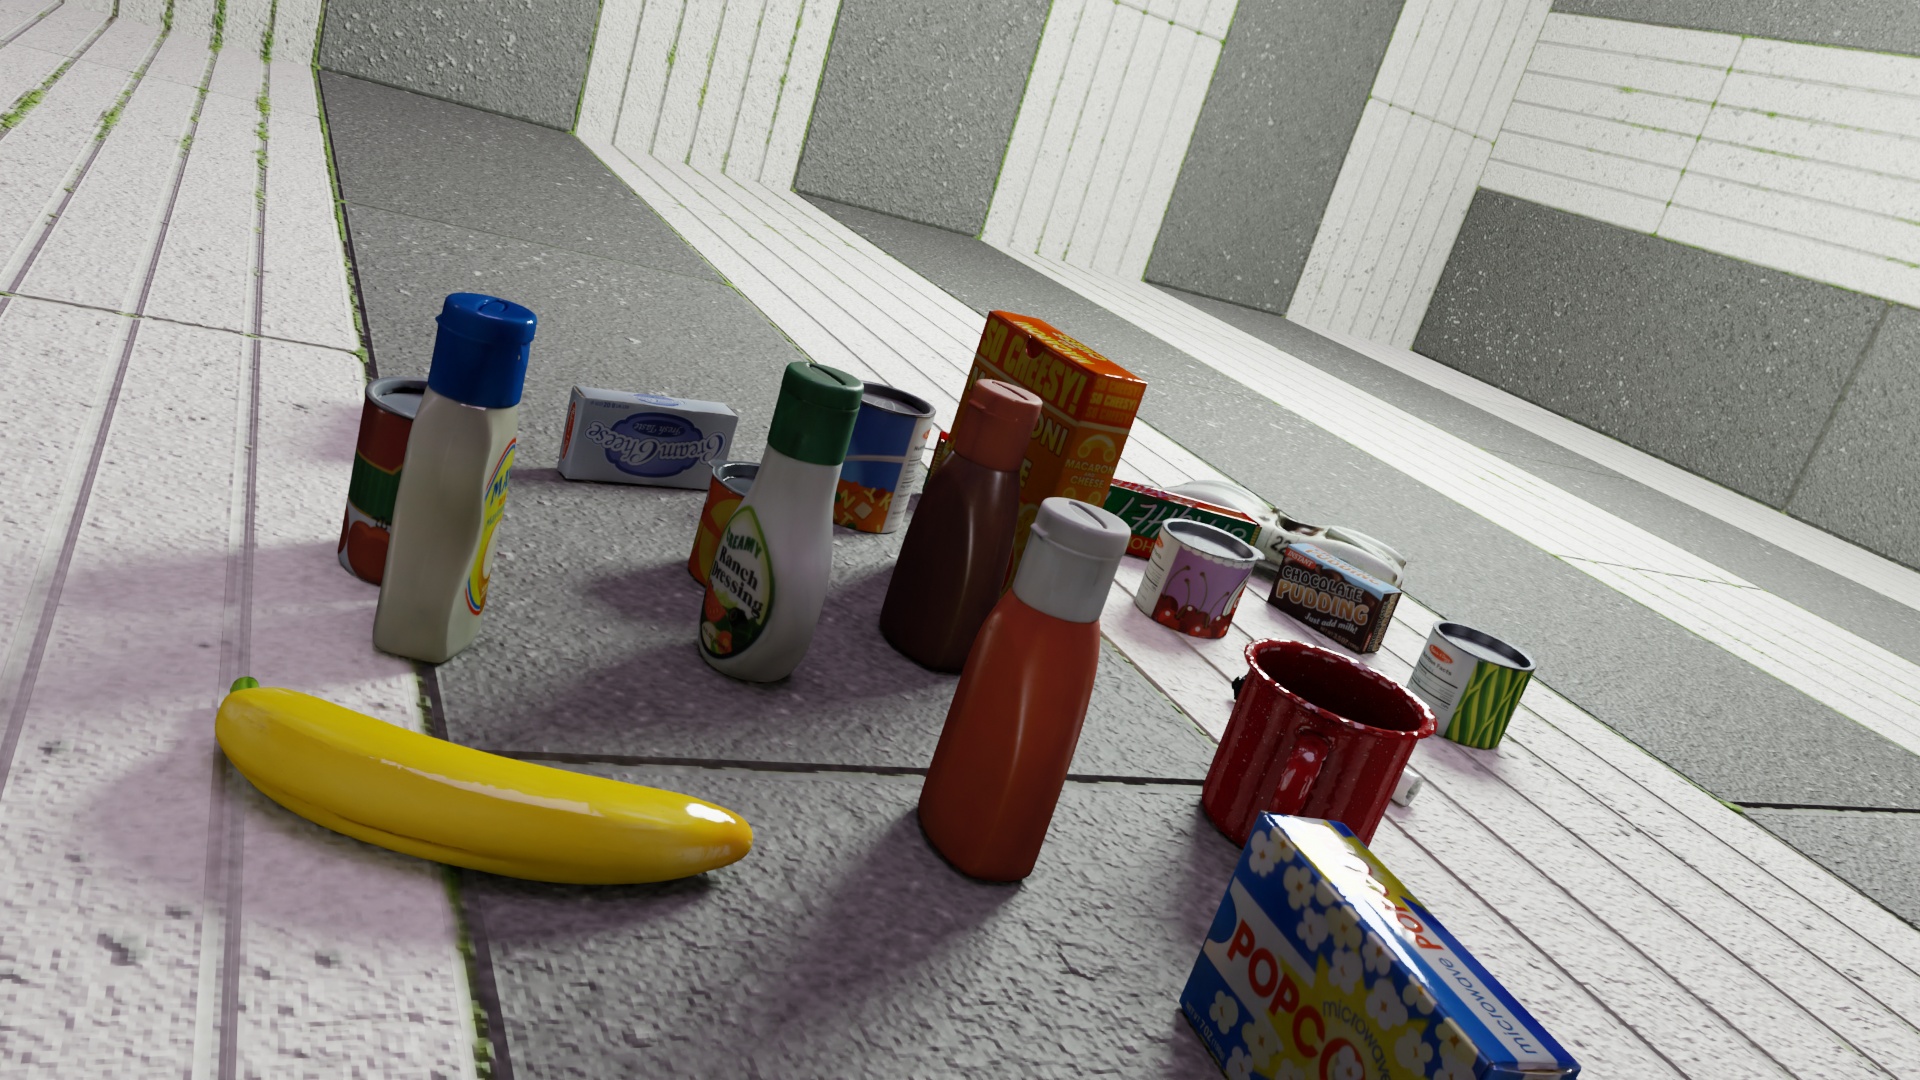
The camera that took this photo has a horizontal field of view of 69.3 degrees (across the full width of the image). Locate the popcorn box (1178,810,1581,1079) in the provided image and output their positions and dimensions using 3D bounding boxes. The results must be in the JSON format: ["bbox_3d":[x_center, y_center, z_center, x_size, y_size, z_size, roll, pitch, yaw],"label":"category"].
[{"bbox_3d":[0.128,0.159,0.449,0.038,0.085,0.127,10,19,-24],"label":"popcorn box"}]

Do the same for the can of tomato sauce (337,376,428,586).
[{"bbox_3d":[-0.245,-0.025,0.641,0.071,0.082,0.071,16,17,-5],"label":"can of tomato sauce"}]

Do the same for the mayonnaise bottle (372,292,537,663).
[{"bbox_3d":[-0.208,-0.027,0.576,0.041,0.147,0.065,15,17,-9],"label":"mayonnaise bottle"}]

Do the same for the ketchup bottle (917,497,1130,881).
[{"bbox_3d":[0.026,0.057,0.550,0.043,0.148,0.065,9,20,-28],"label":"ketchup bottle"}]

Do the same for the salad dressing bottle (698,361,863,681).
[{"bbox_3d":[-0.082,-0.008,0.643,0.044,0.147,0.064,2,23,-42],"label":"salad dressing bottle"}]

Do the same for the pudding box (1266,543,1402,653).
[{"bbox_3d":[0.267,0.040,0.994,0.030,0.049,0.084,-1,25,-46],"label":"pudding box"}]

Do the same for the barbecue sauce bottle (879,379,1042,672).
[{"bbox_3d":[0.003,-0.009,0.725,0.044,0.148,0.065,3,23,-40],"label":"barbecue sauce bottle"}]

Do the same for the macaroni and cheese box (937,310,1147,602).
[{"bbox_3d":[0.034,-0.036,0.808,0.040,0.165,0.124,7,21,-32],"label":"macaroni and cheese box"}]

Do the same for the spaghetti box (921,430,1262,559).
[{"bbox_3d":[0.097,-0.023,1.019,0.250,0.050,0.029,14,18,-11],"label":"spaghetti box"}]

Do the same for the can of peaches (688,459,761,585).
[{"bbox_3d":[-0.111,-0.005,0.752,0.071,0.058,0.071,16,18,-5],"label":"can of peaches"}]

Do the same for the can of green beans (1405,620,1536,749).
[{"bbox_3d":[0.321,0.091,0.881,0.071,0.057,0.071,16,18,-5],"label":"can of green beans"}]

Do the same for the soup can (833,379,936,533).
[{"bbox_3d":[-0.062,-0.056,0.910,0.071,0.083,0.071,16,17,-5],"label":"soup can"}]

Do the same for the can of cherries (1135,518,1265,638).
[{"bbox_3d":[0.158,0.026,0.918,0.071,0.058,0.072,16,18,-5],"label":"can of cherries"}]

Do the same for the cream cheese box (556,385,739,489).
[{"bbox_3d":[-0.191,-0.061,0.850,0.104,0.053,0.024,3,23,-39],"label":"cream cheese box"}]
